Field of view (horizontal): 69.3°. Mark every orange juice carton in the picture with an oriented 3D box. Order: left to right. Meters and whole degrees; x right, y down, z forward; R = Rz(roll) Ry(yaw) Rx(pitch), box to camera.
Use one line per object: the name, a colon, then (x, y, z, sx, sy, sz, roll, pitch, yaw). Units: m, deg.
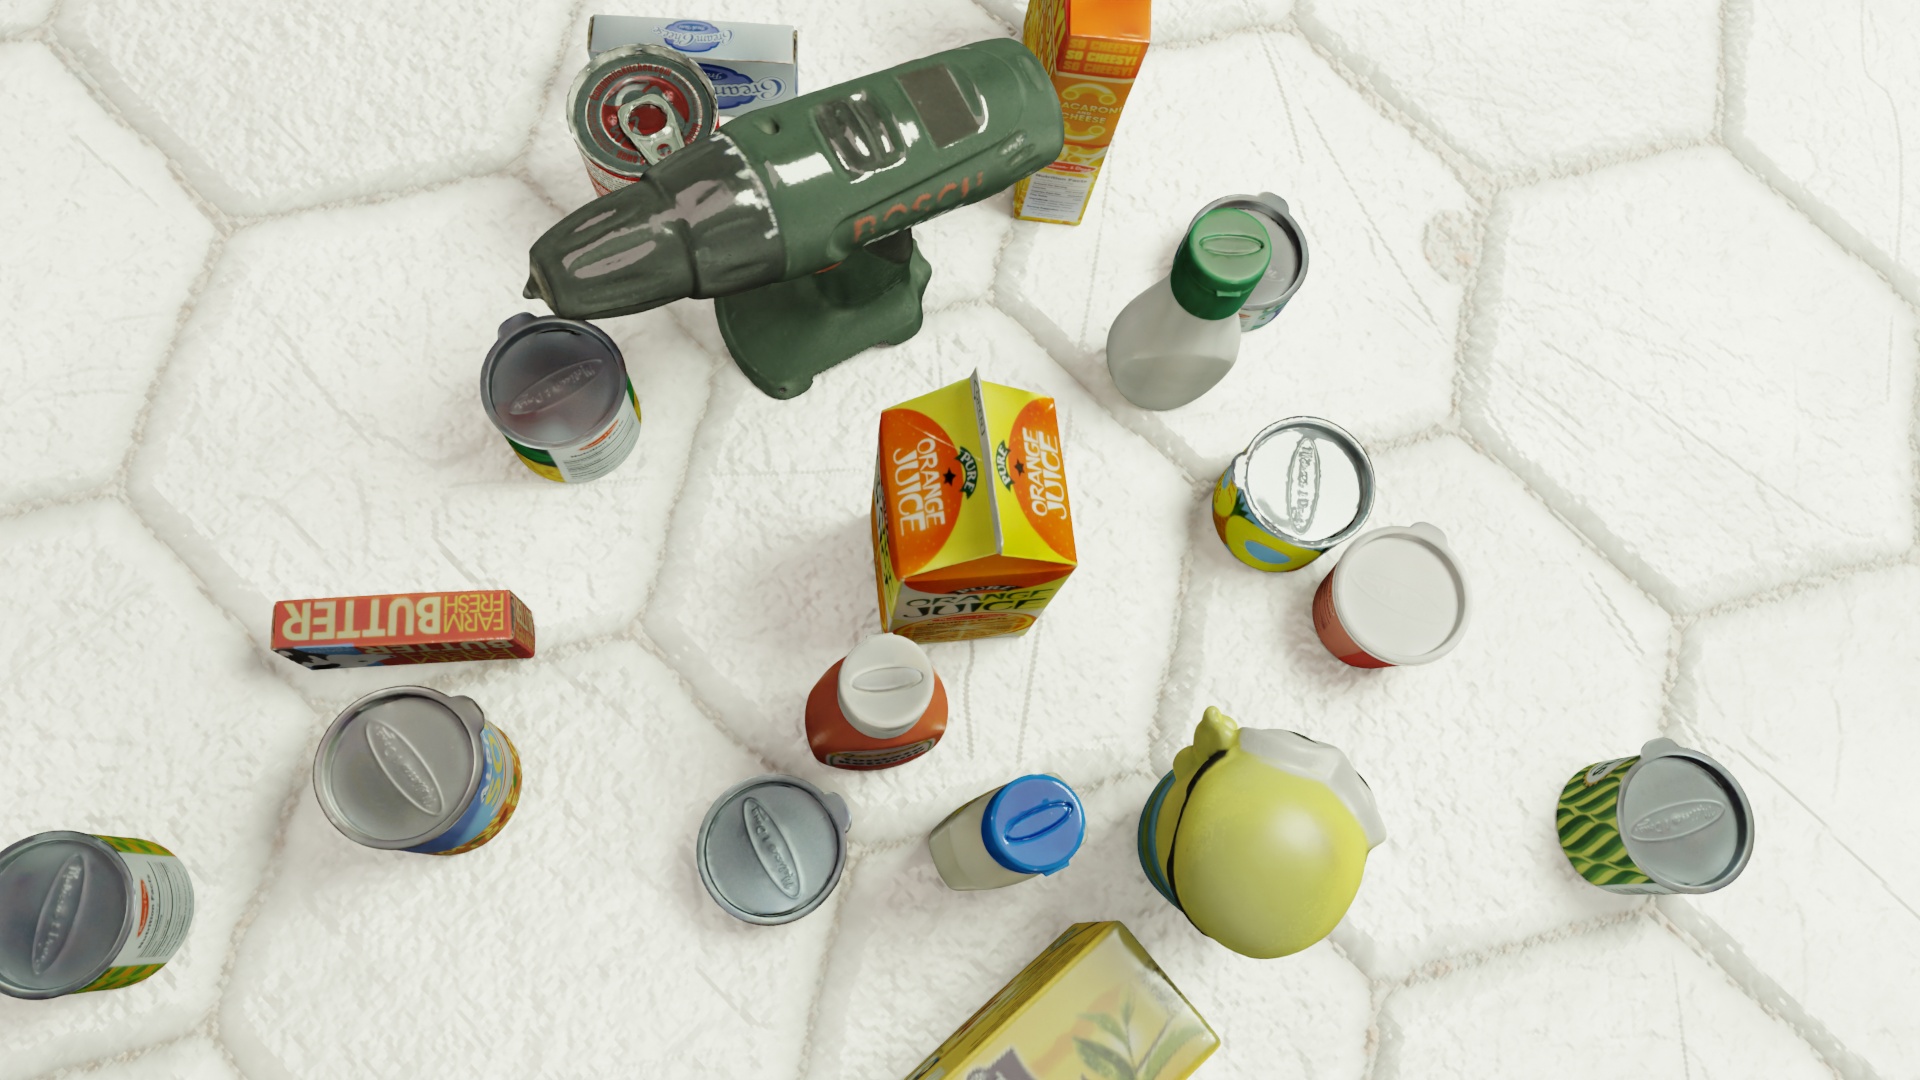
orange juice carton: (0.002, -0.007, 0.596, 0.073, 0.192, 0.072, -5, 76, -7)

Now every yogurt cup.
yogurt cup: (0.207, 0.032, 0.678, 0.072, 0.053, 0.072, 1, 75, -5)

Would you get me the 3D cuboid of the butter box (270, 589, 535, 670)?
butter box: (-0.250, 0.041, 0.631, 0.103, 0.053, 0.024, -3, 76, -6)

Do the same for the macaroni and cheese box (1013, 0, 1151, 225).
macaroni and cheese box: (0.057, -0.249, 0.681, 0.040, 0.166, 0.124, 4, 75, -4)

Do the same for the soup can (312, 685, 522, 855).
soup can: (-0.229, 0.100, 0.601, 0.071, 0.083, 0.071, 1, 75, -5)

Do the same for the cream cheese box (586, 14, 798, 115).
cream cheese box: (-0.136, -0.245, 0.720, 0.104, 0.053, 0.024, 1, 75, -5)

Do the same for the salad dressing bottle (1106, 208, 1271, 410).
salad dressing bottle: (0.109, -0.106, 0.657, 0.064, 0.147, 0.044, 1, 75, -5)

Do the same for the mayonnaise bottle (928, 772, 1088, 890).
mayonnaise bottle: (0.023, 0.122, 0.586, 0.065, 0.147, 0.041, -23, 79, -11)

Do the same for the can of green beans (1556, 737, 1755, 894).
can of green beans: (0.328, 0.134, 0.660, 0.071, 0.057, 0.071, 1, 75, -5)

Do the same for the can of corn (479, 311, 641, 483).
can of corn: (-0.190, -0.068, 0.664, 0.071, 0.058, 0.071, 1, 75, -5)

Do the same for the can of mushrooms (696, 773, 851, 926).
can of mushrooms: (-0.083, 0.139, 0.631, 0.071, 0.033, 0.071, 1, 75, -5)

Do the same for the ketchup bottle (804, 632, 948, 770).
ketchup bottle: (-0.035, 0.070, 0.594, 0.065, 0.148, 0.043, -7, 76, -7)

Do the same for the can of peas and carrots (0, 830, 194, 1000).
can of peas and carrots: (-0.371, 0.157, 0.585, 0.071, 0.058, 0.071, 1, 75, -5)

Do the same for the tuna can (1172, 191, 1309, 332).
tuna can: (0.148, -0.147, 0.732, 0.071, 0.032, 0.071, 1, 75, -5)

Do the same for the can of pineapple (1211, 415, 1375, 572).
can of pineapple: (0.161, -0.022, 0.686, 0.071, 0.057, 0.071, 1, 75, -5)
